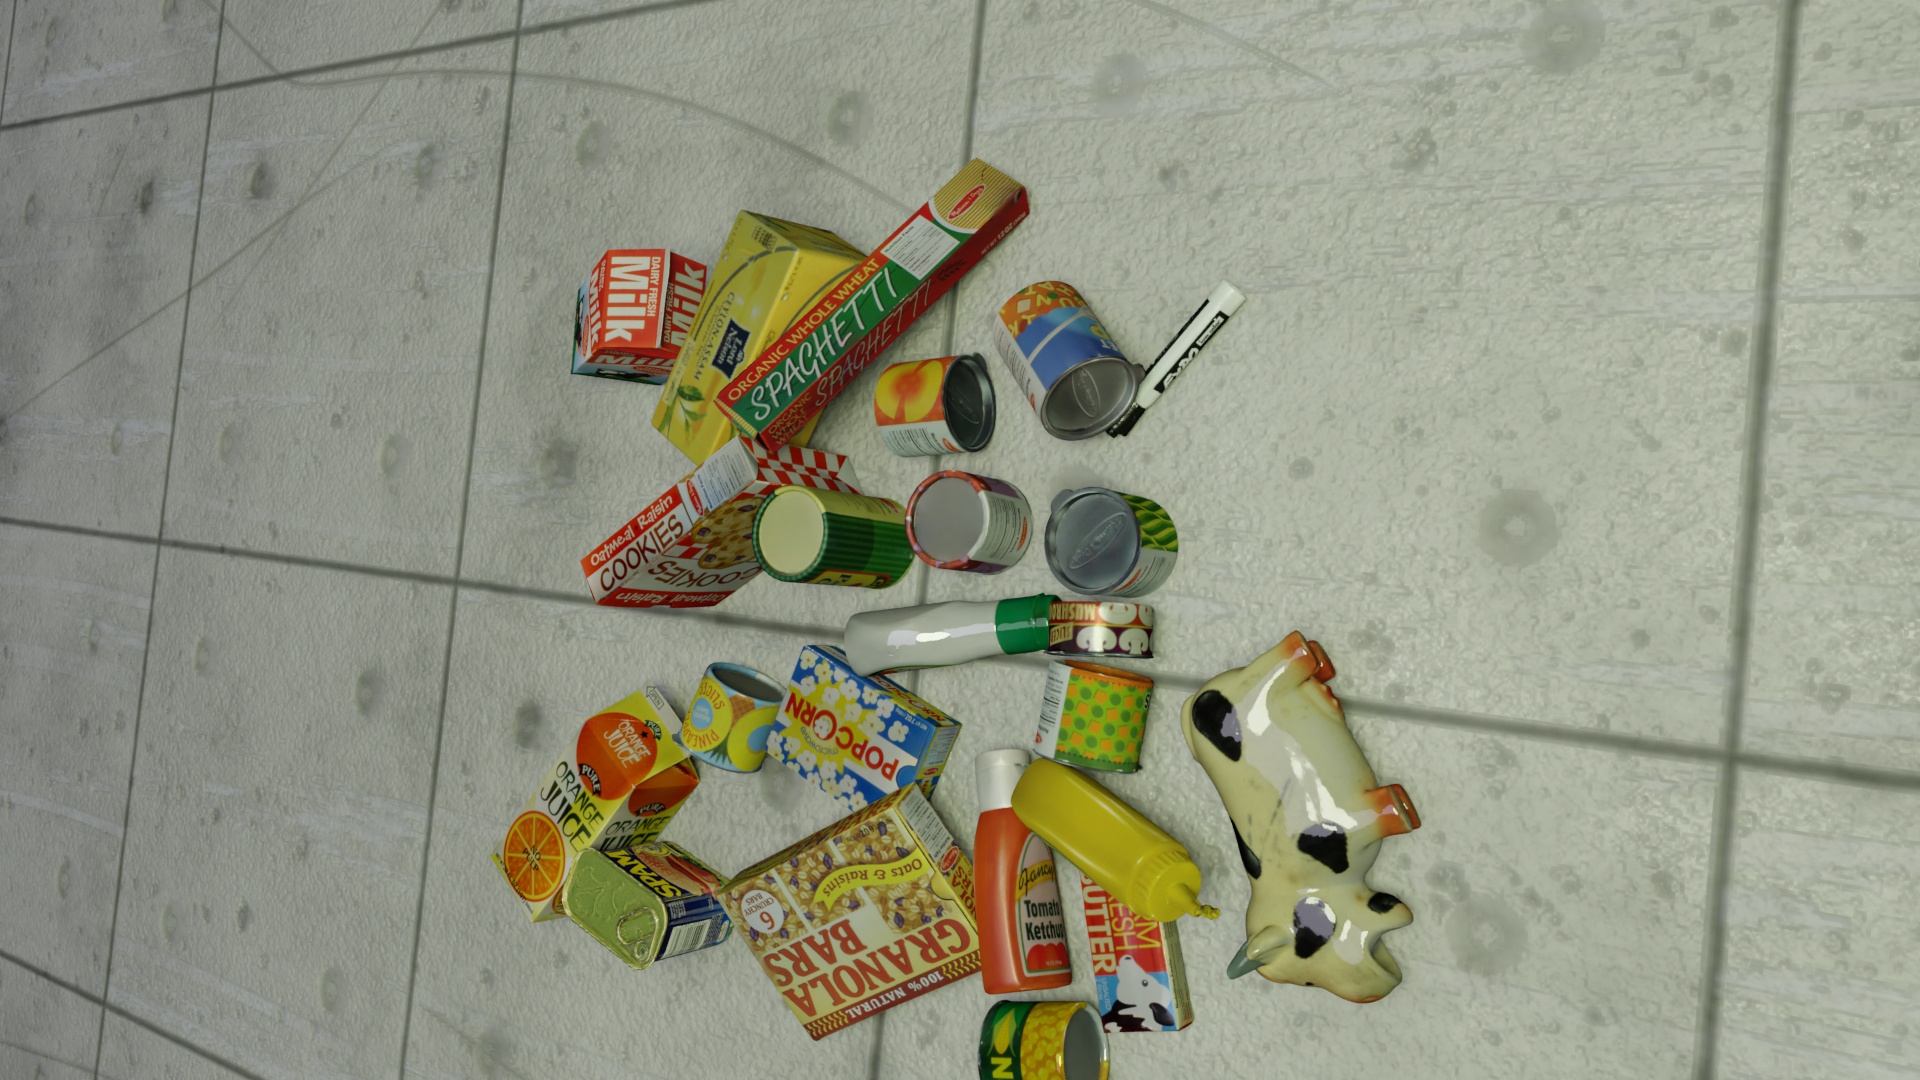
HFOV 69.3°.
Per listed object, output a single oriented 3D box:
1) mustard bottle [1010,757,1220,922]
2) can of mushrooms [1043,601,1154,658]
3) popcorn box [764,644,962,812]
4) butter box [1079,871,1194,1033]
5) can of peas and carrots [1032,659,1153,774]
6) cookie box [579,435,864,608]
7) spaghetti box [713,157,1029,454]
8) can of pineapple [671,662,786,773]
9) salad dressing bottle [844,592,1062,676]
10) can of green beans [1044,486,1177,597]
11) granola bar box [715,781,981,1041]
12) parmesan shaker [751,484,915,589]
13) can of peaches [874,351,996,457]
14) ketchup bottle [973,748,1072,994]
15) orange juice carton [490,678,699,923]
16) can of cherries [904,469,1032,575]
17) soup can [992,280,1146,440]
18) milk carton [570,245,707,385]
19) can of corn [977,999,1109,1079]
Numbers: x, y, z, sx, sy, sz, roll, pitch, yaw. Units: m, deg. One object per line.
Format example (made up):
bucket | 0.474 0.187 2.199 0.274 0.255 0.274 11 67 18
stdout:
mustard bottle | 0.093 0.181 0.811 0.049 0.065 0.160 -57 36 -2
can of mushrooms | 0.085 0.056 0.859 0.071 0.071 0.033 -1 84 32
popcorn box | -0.070 0.137 0.968 0.127 0.038 0.085 28 99 31
butter box | 0.107 0.247 0.854 0.053 0.024 0.103 -15 78 30
can of peas and carrots | 0.085 0.108 0.858 0.071 0.071 0.058 11 91 33
cookie box | -0.170 -0.007 0.993 0.167 0.123 0.040 -34 70 25
spaghetti box | -0.058 -0.158 0.928 0.250 0.028 0.050 -45 61 -10
can of pineapple | -0.166 0.128 1.010 0.071 0.071 0.057 30 101 31
salad dressing bottle | -0.003 0.062 0.922 0.147 0.064 0.044 -9 92 24
can of green beans | 0.095 0.002 0.865 0.071 0.058 0.071 -3 84 32
granola bar box | -0.065 0.250 0.927 0.165 0.039 0.124 -31 94 26
parmesan shaker | -0.088 -0.002 0.954 0.071 0.103 0.071 -3 84 32
can of peaches | -0.017 -0.092 0.941 0.058 0.071 0.071 -4 84 33
ketchup bottle | 0.034 0.209 0.883 0.043 0.065 0.149 -21 66 35
orange juice carton | -0.271 0.199 1.068 0.072 0.073 0.192 47 109 27
can of cherries | 0.003 -0.012 0.923 0.071 0.058 0.071 -3 84 32
soup can | 0.068 -0.116 0.879 0.071 0.071 0.084 -45 47 21
milk carton | -0.236 -0.164 1.026 0.190 0.073 0.072 175 99 -67
can of corn | 0.051 0.320 0.855 0.058 0.071 0.071 -11 80 30
